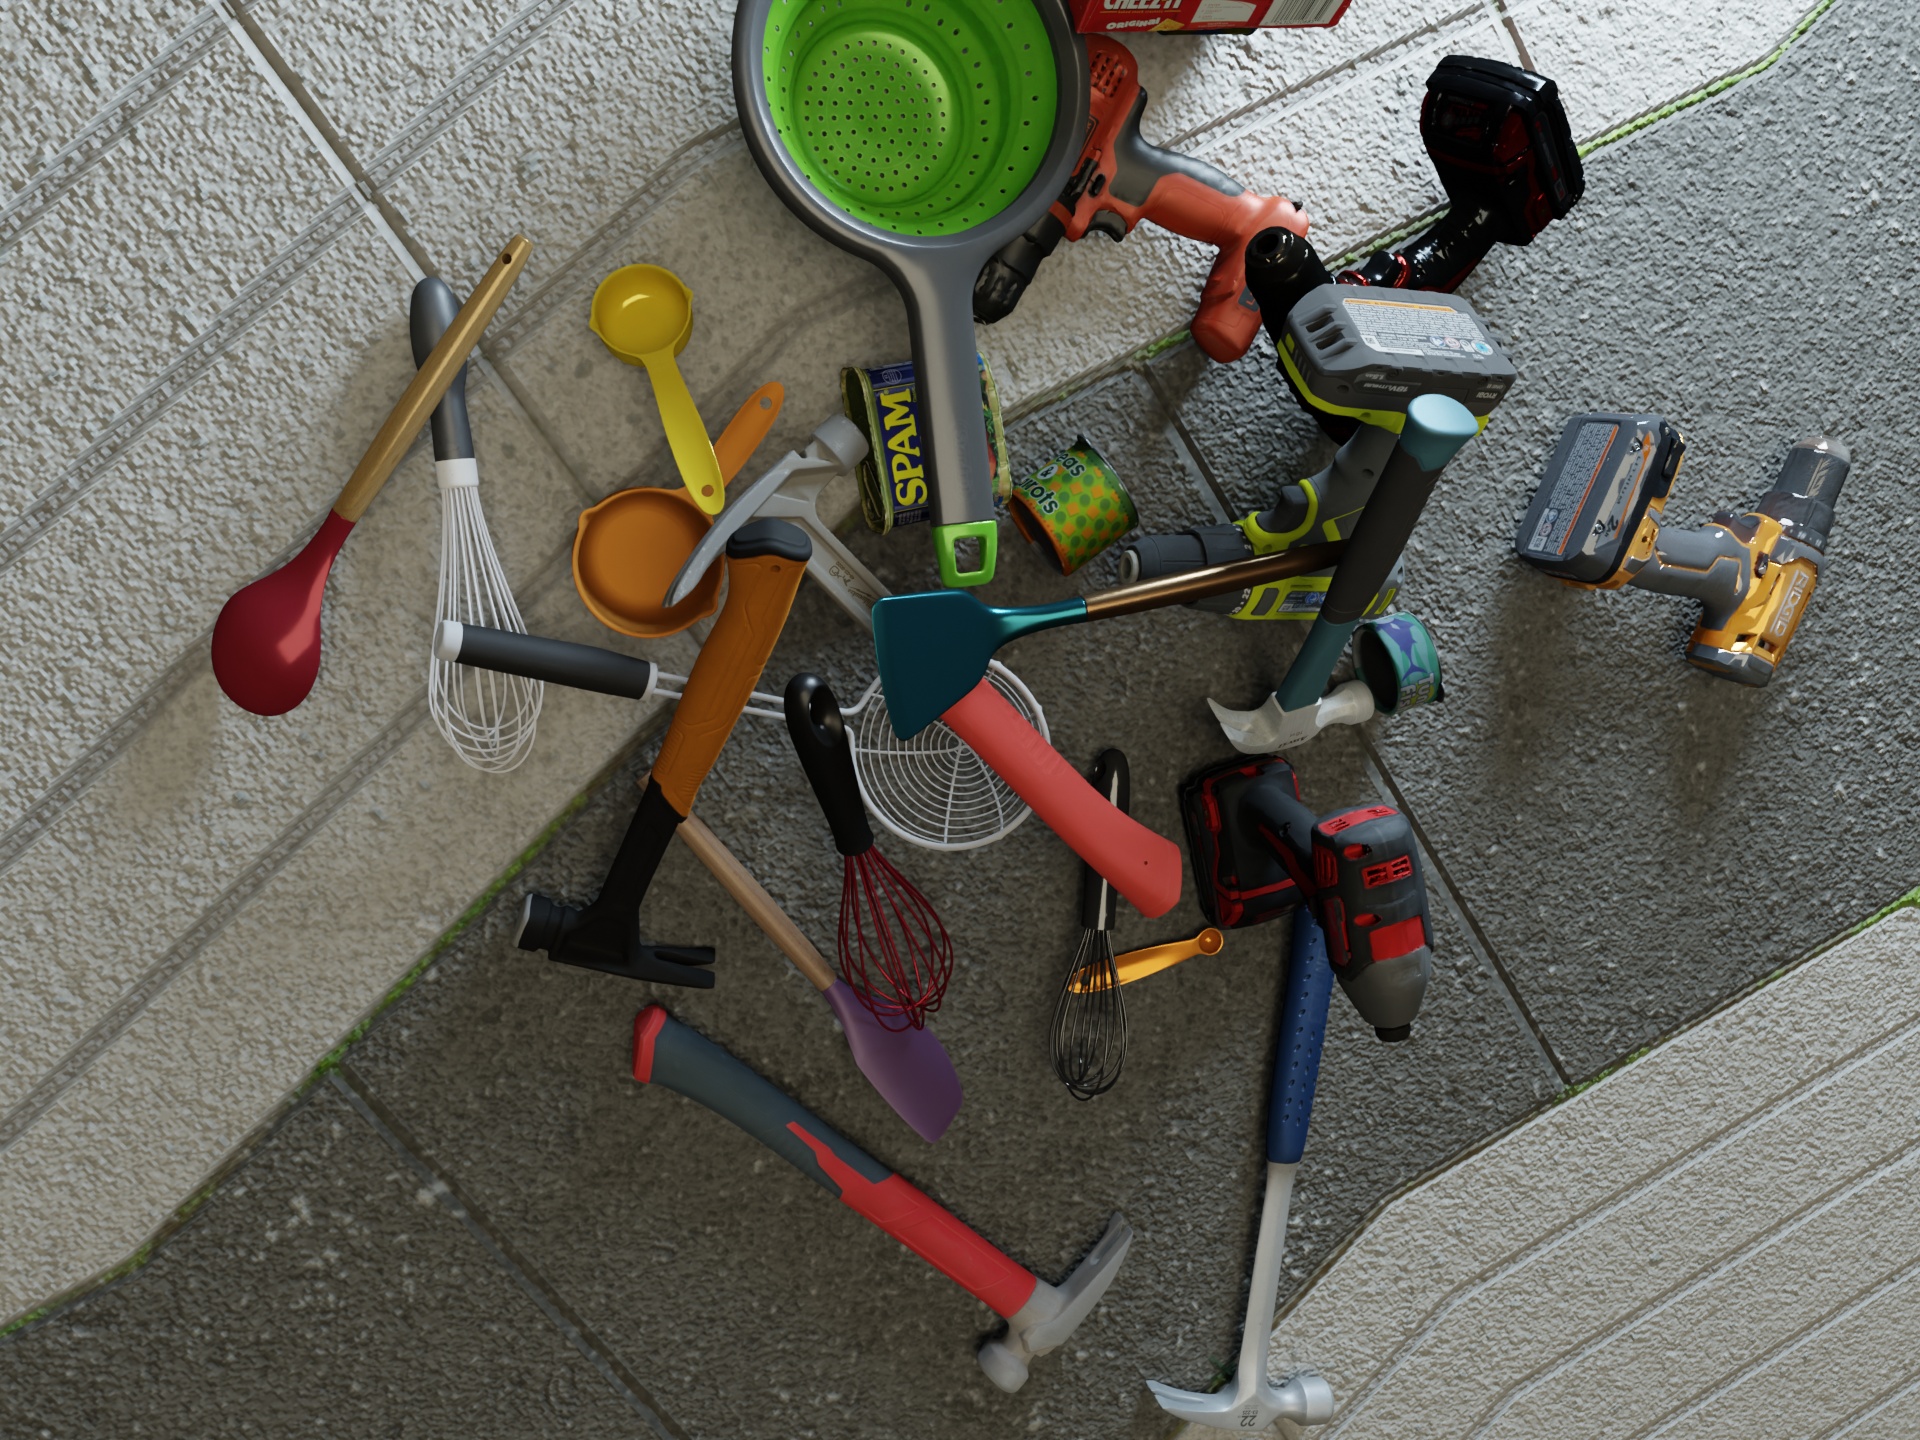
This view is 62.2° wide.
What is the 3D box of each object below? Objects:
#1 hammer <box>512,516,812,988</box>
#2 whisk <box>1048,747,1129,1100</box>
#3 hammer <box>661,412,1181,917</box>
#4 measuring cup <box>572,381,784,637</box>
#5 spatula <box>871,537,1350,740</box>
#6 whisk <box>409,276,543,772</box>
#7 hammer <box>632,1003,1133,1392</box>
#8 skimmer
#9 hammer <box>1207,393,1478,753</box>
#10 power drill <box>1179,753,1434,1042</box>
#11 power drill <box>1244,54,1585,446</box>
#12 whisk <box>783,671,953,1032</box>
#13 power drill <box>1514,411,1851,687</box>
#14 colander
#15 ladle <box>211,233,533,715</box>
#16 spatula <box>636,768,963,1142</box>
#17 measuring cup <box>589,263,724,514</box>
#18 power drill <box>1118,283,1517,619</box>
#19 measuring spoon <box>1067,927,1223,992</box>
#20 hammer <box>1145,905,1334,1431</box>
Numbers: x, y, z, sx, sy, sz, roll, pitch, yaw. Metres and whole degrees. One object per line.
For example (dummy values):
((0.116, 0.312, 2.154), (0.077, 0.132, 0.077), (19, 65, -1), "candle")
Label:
((-0.151, 0.028, 0.908), (0.127, 0.034, 0.336), (17, 125, -18), "hammer")
((0.093, 0.137, 1.068), (0.055, 0.055, 0.239), (3, 94, -16), "whisk")
((-0.001, -0.003, 0.942), (0.359, 0.037, 0.149), (45, 77, -15), "hammer")
((-0.162, -0.130, 0.945), (0.095, 0.052, 0.173), (36, 88, -19), "measuring cup")
((0.099, -0.066, 0.925), (0.317, 0.044, 0.082), (-14, 107, -13), "spatula")
((-0.284, -0.109, 0.913), (0.070, 0.070, 0.284), (-7, 98, -14), "whisk")
((-0.055, 0.299, 1.067), (0.386, 0.038, 0.143), (41, 87, -19), "hammer")
((-0.118, -0.005, 0.934), (0.363, 0.090, 0.127), (12, 99, -30), "skimmer")
((0.234, -0.075, 0.955), (0.128, 0.330, 0.033), (-17, 62, -16), "hammer")
((0.223, 0.107, 1.009), (0.078, 0.220, 0.143), (-16, 105, -12), "power drill")
((0.273, -0.299, 0.984), (0.226, 0.080, 0.187), (-52, 140, 0), "power drill")
((-0.059, 0.086, 0.960), (0.073, 0.073, 0.295), (-23, 130, -10), "whisk")
((0.521, -0.143, 1.118), (0.226, 0.084, 0.185), (22, 94, -23), "power drill")
((-0.028, -0.275, 0.916), (0.204, 0.094, 0.397), (-9, 98, -18), "colander")
((-0.326, -0.134, 0.882), (0.069, 0.031, 0.315), (36, 98, 4), "ladle")
((-0.100, 0.150, 1.031), (0.315, 0.018, 0.060), (50, 52, -16), "spatula")
((-0.166, -0.187, 0.915), (0.062, 0.029, 0.156), (-20, 83, -6), "measuring cup")
((0.214, -0.149, 0.975), (0.190, 0.080, 0.228), (-1, 141, -21), "power drill")
((0.127, 0.167, 1.108), (0.117, 0.011, 0.021), (-16, 100, -8), "measuring spoon")
((0.228, 0.328, 1.153), (0.144, 0.035, 0.405), (3, 100, -16), "hammer")
